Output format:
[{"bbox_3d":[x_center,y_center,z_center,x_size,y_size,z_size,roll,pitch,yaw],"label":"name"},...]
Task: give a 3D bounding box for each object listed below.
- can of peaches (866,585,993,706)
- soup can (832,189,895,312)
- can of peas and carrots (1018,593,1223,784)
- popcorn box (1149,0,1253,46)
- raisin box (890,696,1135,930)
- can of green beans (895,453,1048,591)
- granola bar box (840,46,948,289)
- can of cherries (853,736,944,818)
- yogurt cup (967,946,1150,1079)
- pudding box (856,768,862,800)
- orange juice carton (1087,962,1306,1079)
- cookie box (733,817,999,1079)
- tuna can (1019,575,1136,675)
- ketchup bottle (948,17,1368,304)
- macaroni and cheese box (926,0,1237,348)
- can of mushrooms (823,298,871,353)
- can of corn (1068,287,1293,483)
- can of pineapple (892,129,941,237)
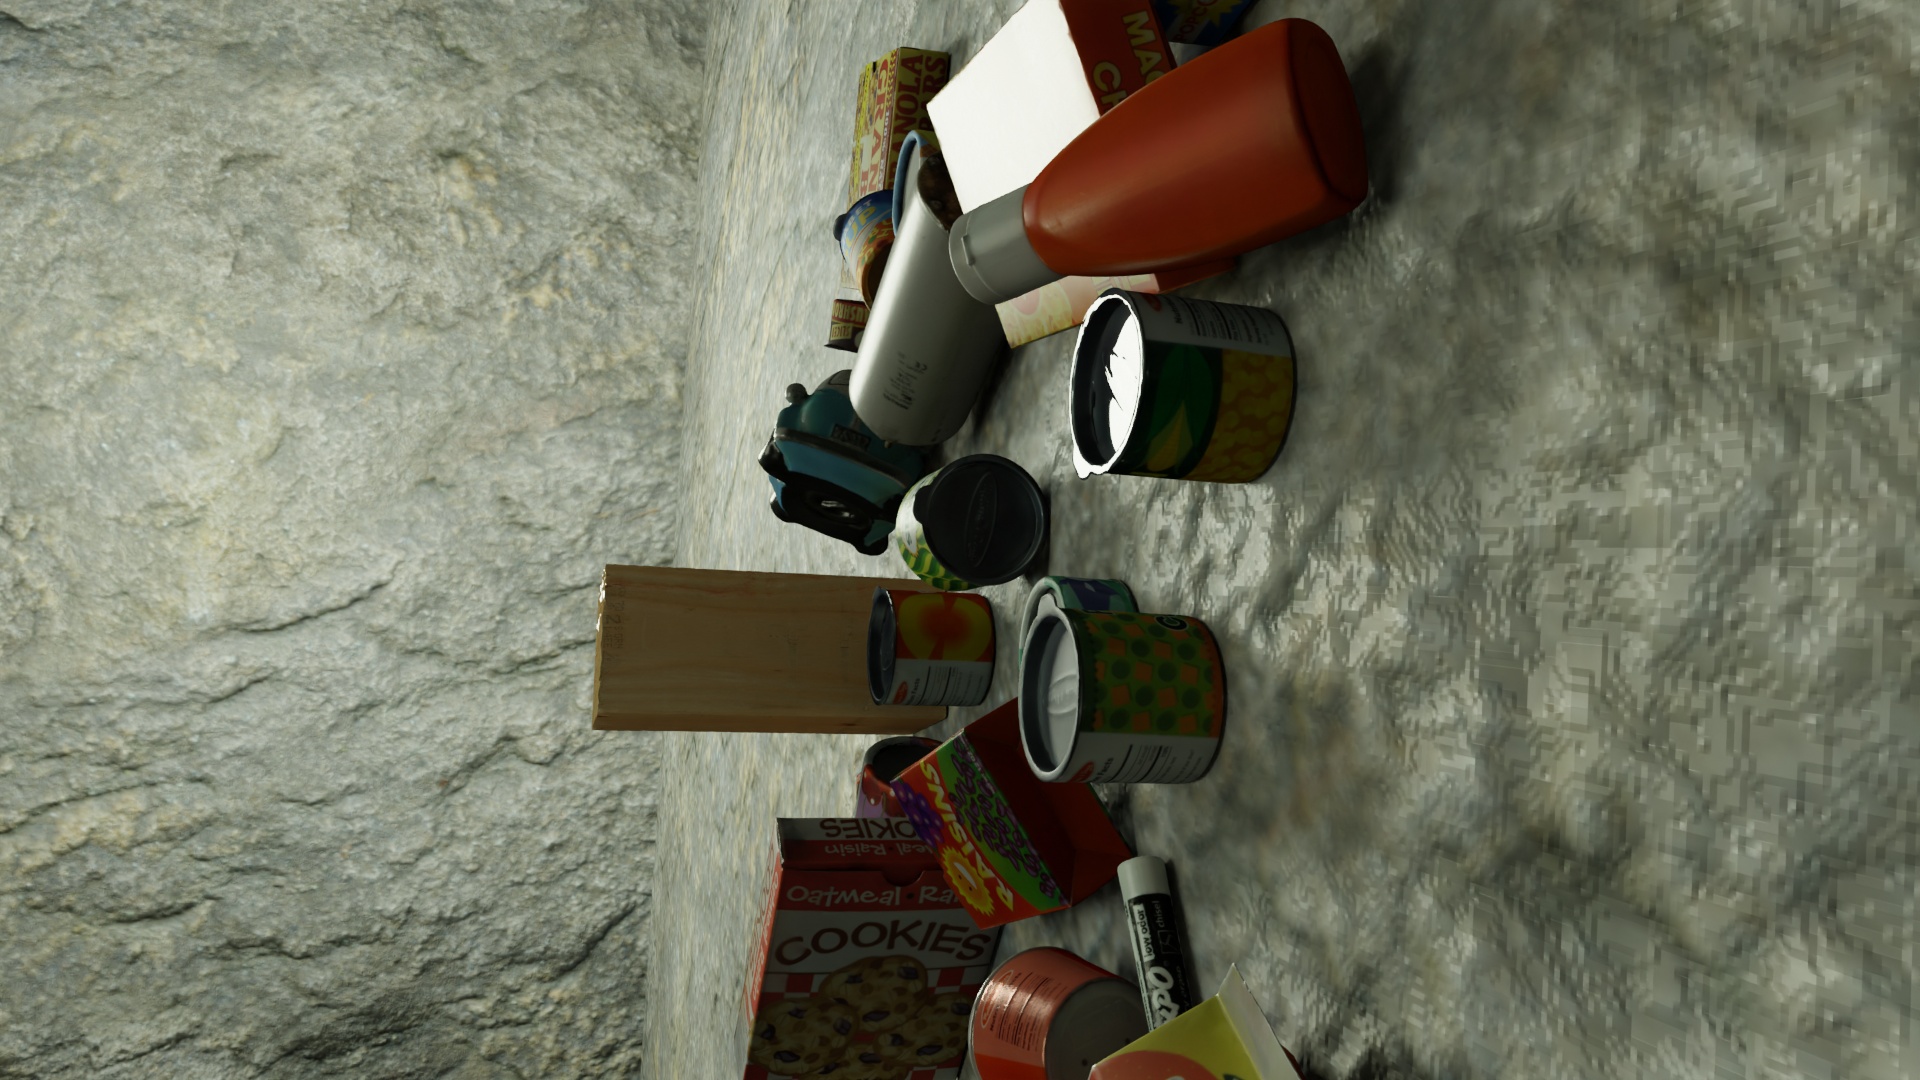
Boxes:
[{"bbox_3d":[-0.018,0.059,0.789,0.071,0.058,0.071,-175,89,-74],"label":"can of peaches"},{"bbox_3d":[-0.042,-0.183,0.897,0.084,0.071,0.071,-113,32,-56],"label":"soup can"},{"bbox_3d":[0.060,0.057,0.531,0.071,0.059,0.071,-174,89,-73],"label":"can of peas and carrots"},{"bbox_3d":[0.095,-0.265,0.521,0.085,0.038,0.127,135,136,-67],"label":"popcorn box"},{"bbox_3d":[0.019,0.126,0.625,0.086,0.040,0.123,57,155,7],"label":"raisin box"},{"bbox_3d":[0.005,-0.008,0.714,0.057,0.071,0.071,161,112,-72],"label":"can of green beans"},{"bbox_3d":[-0.051,-0.261,1.000,0.124,0.039,0.165,-146,61,-70],"label":"granola bar box"},{"bbox_3d":[-0.024,0.152,0.782,0.072,0.071,0.058,-123,40,-63],"label":"can of cherries"},{"bbox_3d":[0.044,0.197,0.546,0.054,0.072,0.072,158,115,-63],"label":"yogurt cup"},{"bbox_3d":[-0.044,0.166,0.899,0.083,0.030,0.050,130,141,-63],"label":"pudding box"},{"bbox_3d":[0.072,0.226,0.429,0.072,0.073,0.191,-116,34,-59],"label":"orange juice carton"},{"bbox_3d":[-0.048,0.222,0.736,0.040,0.123,0.166,-115,33,-56],"label":"cookie box"},{"bbox_3d":[0.051,0.050,0.605,0.071,0.033,0.071,-175,89,-74],"label":"tuna can"},{"bbox_3d":[0.061,-0.119,0.475,0.148,0.044,0.064,-14,88,41],"label":"ketchup bottle"},{"bbox_3d":[0.045,-0.155,0.587,0.123,0.040,0.166,70,164,-6],"label":"macaroni and cheese box"},{"bbox_3d":[-0.058,-0.143,0.943,0.071,0.071,0.033,-137,55,-69],"label":"can of mushrooms"},{"bbox_3d":[0.077,-0.052,0.498,0.071,0.058,0.071,-175,89,-73],"label":"can of corn"},{"bbox_3d":[-0.004,-0.200,0.800,0.071,0.058,0.071,-175,89,-73],"label":"can of pineapple"}]
